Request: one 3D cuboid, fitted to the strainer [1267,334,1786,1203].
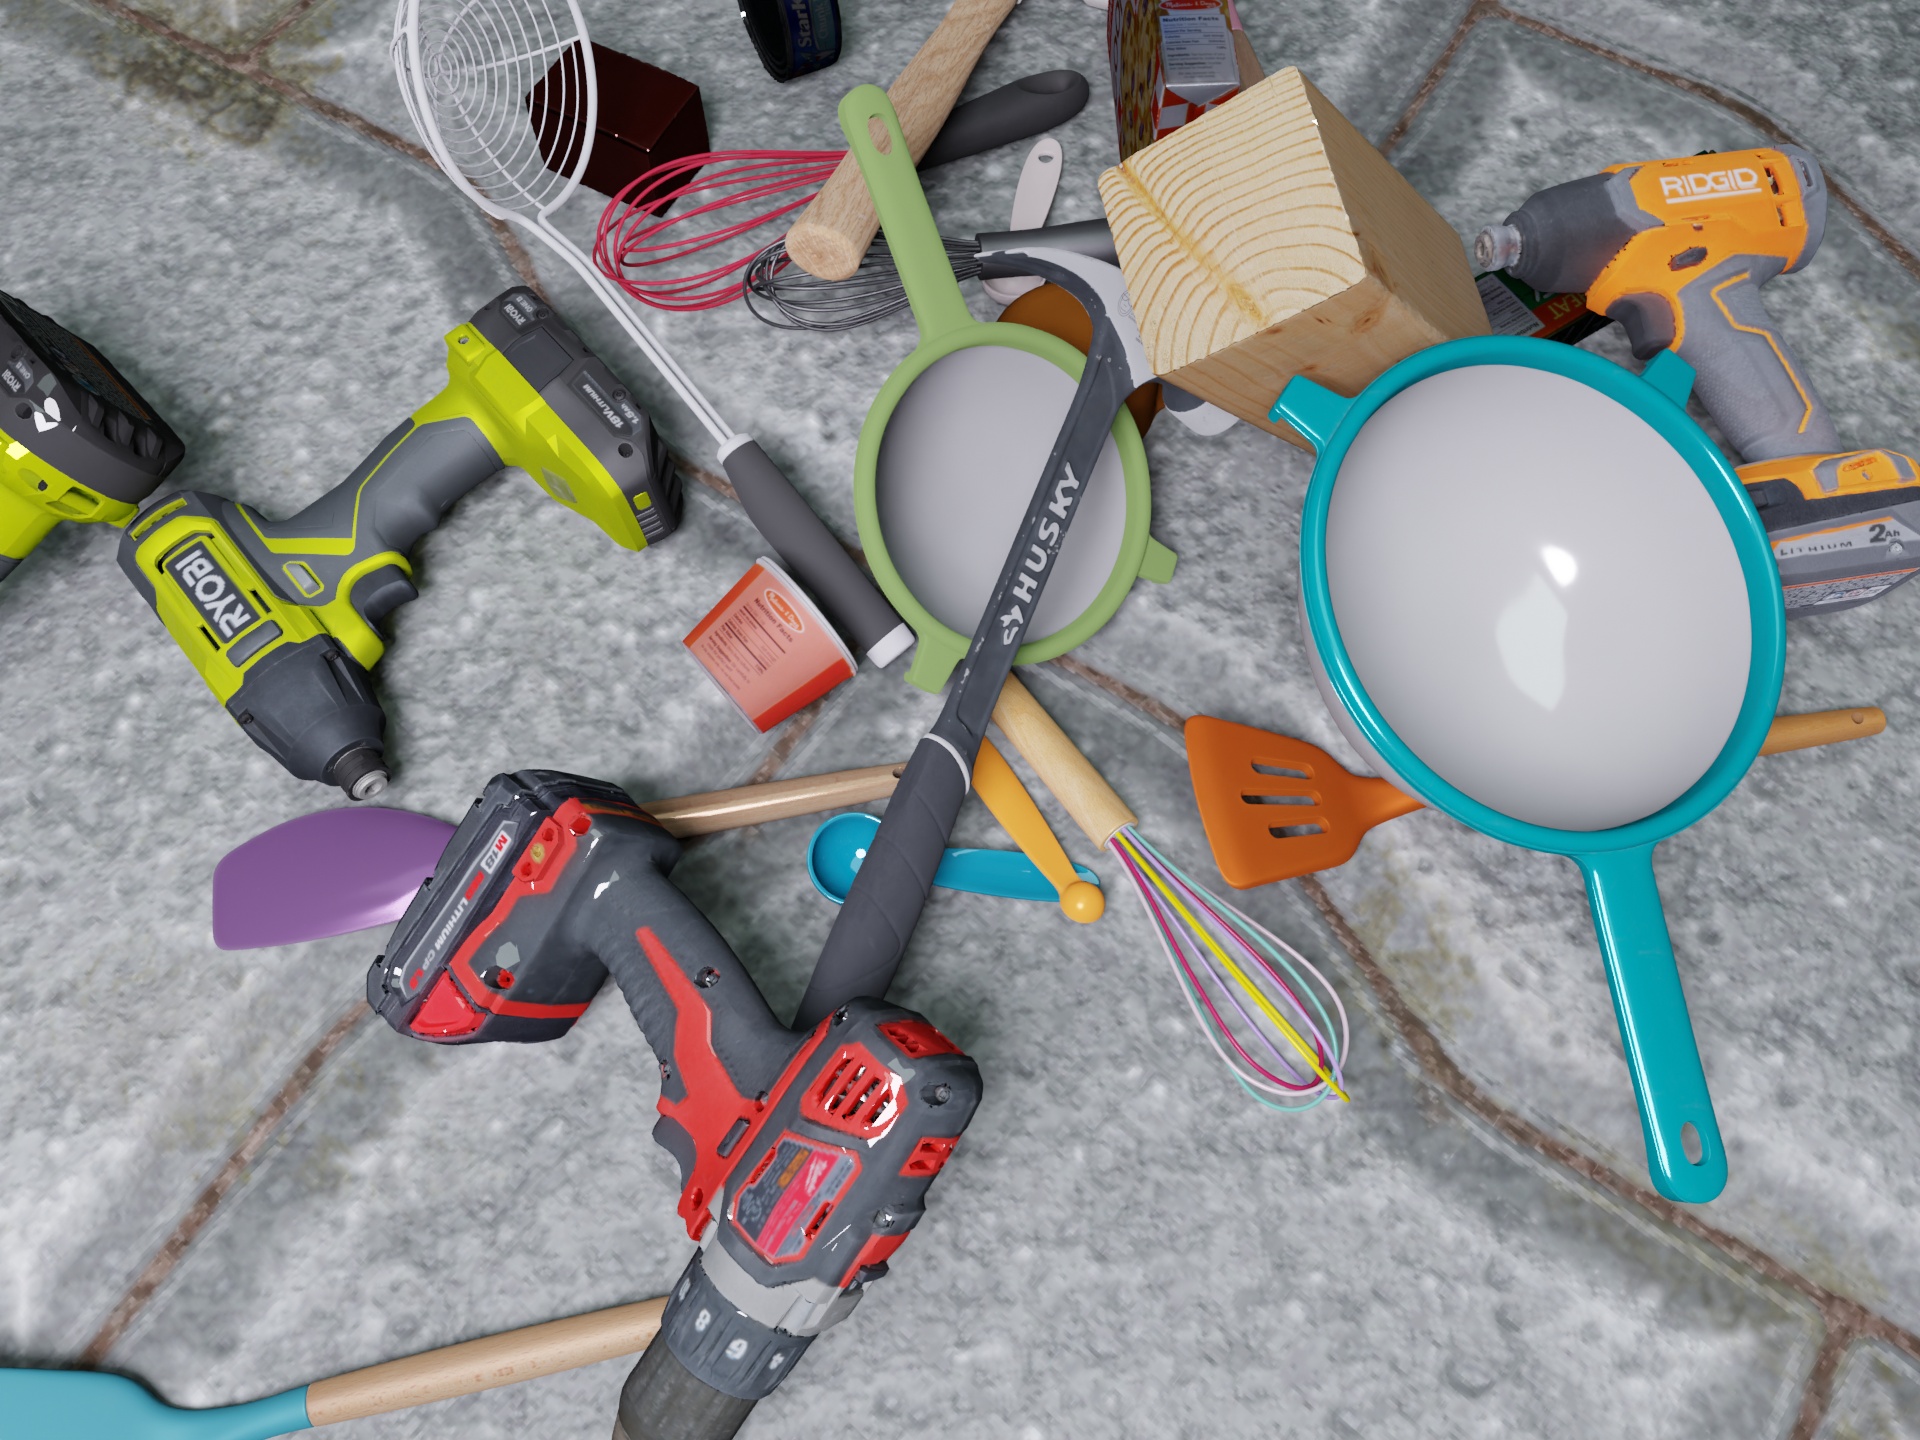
[{"bbox_3d":[0.231,0.019,0.645,0.211,0.095,0.340,-8,80,-16],"label":"strainer"}]

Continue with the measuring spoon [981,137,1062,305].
[{"bbox_3d":[0.037,-0.263,0.844,0.034,0.018,0.124,10,59,8],"label":"measuring spoon"}]

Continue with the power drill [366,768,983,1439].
[{"bbox_3d":[-0.119,0.144,0.592,0.227,0.080,0.188,36,96,27],"label":"power drill"}]

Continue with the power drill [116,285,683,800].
[{"bbox_3d":[-0.246,-0.081,0.728,0.223,0.080,0.171,-40,71,-12],"label":"power drill"}]

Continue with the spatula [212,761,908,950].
[{"bbox_3d":[-0.169,0.049,0.698,0.316,0.018,0.060,-9,65,-3],"label":"spatula"}]

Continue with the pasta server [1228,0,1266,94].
[{"bbox_3d":[0.158,-0.359,0.872,0.060,0.040,0.316,-15,68,-1],"label":"pasta server"}]

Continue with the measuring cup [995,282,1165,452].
[{"bbox_3d":[0.096,-0.176,0.780,0.173,0.052,0.095,-6,66,-1],"label":"measuring cup"}]

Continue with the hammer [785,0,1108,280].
[{"bbox_3d":[-0.016,-0.329,0.816,0.130,0.031,0.331,17,51,7],"label":"hammer"}]

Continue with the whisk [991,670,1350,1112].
[{"bbox_3d":[0.082,0.067,0.682,0.047,0.051,0.245,-8,51,-50],"label":"whisk"}]

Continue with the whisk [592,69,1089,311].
[{"bbox_3d":[-0.055,-0.285,0.830,0.296,0.073,0.073,-28,69,-19],"label":"whisk"}]

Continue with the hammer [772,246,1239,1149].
[{"bbox_3d":[-0.001,-0.002,0.653,0.036,0.149,0.409,13,77,50],"label":"hammer"}]

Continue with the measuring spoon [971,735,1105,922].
[{"bbox_3d":[0.028,0.040,0.698,0.021,0.011,0.117,-19,59,-29],"label":"measuring spoon"}]

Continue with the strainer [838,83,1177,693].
[{"bbox_3d":[-0.010,-0.148,0.713,0.151,0.069,0.256,-27,103,-26],"label":"strainer"}]

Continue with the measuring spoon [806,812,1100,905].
[{"bbox_3d":[-0.004,0.068,0.695,0.128,0.021,0.042,7,67,-7],"label":"measuring spoon"}]

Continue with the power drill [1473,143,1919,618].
[{"bbox_3d":[0.341,-0.160,0.743,0.164,0.084,0.227,-8,73,-6],"label":"power drill"}]

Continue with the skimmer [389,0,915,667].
[{"bbox_3d":[-0.122,-0.187,0.713,0.363,0.090,0.127,51,31,-1],"label":"skimmer"}]

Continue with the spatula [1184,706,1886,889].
[{"bbox_3d":[0.258,0.019,0.700,0.322,0.041,0.081,-8,65,-5],"label":"spatula"}]

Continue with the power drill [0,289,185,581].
[{"bbox_3d":[-0.471,-0.081,0.701,0.191,0.080,0.228,41,90,26],"label":"power drill"}]

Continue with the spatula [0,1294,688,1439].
[{"bbox_3d":[-0.219,0.250,0.594,0.317,0.044,0.082,-12,59,-7],"label":"spatula"}]

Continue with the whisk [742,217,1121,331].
[{"bbox_3d":[0.011,-0.227,0.790,0.239,0.055,0.055,-7,66,-7],"label":"whisk"}]
